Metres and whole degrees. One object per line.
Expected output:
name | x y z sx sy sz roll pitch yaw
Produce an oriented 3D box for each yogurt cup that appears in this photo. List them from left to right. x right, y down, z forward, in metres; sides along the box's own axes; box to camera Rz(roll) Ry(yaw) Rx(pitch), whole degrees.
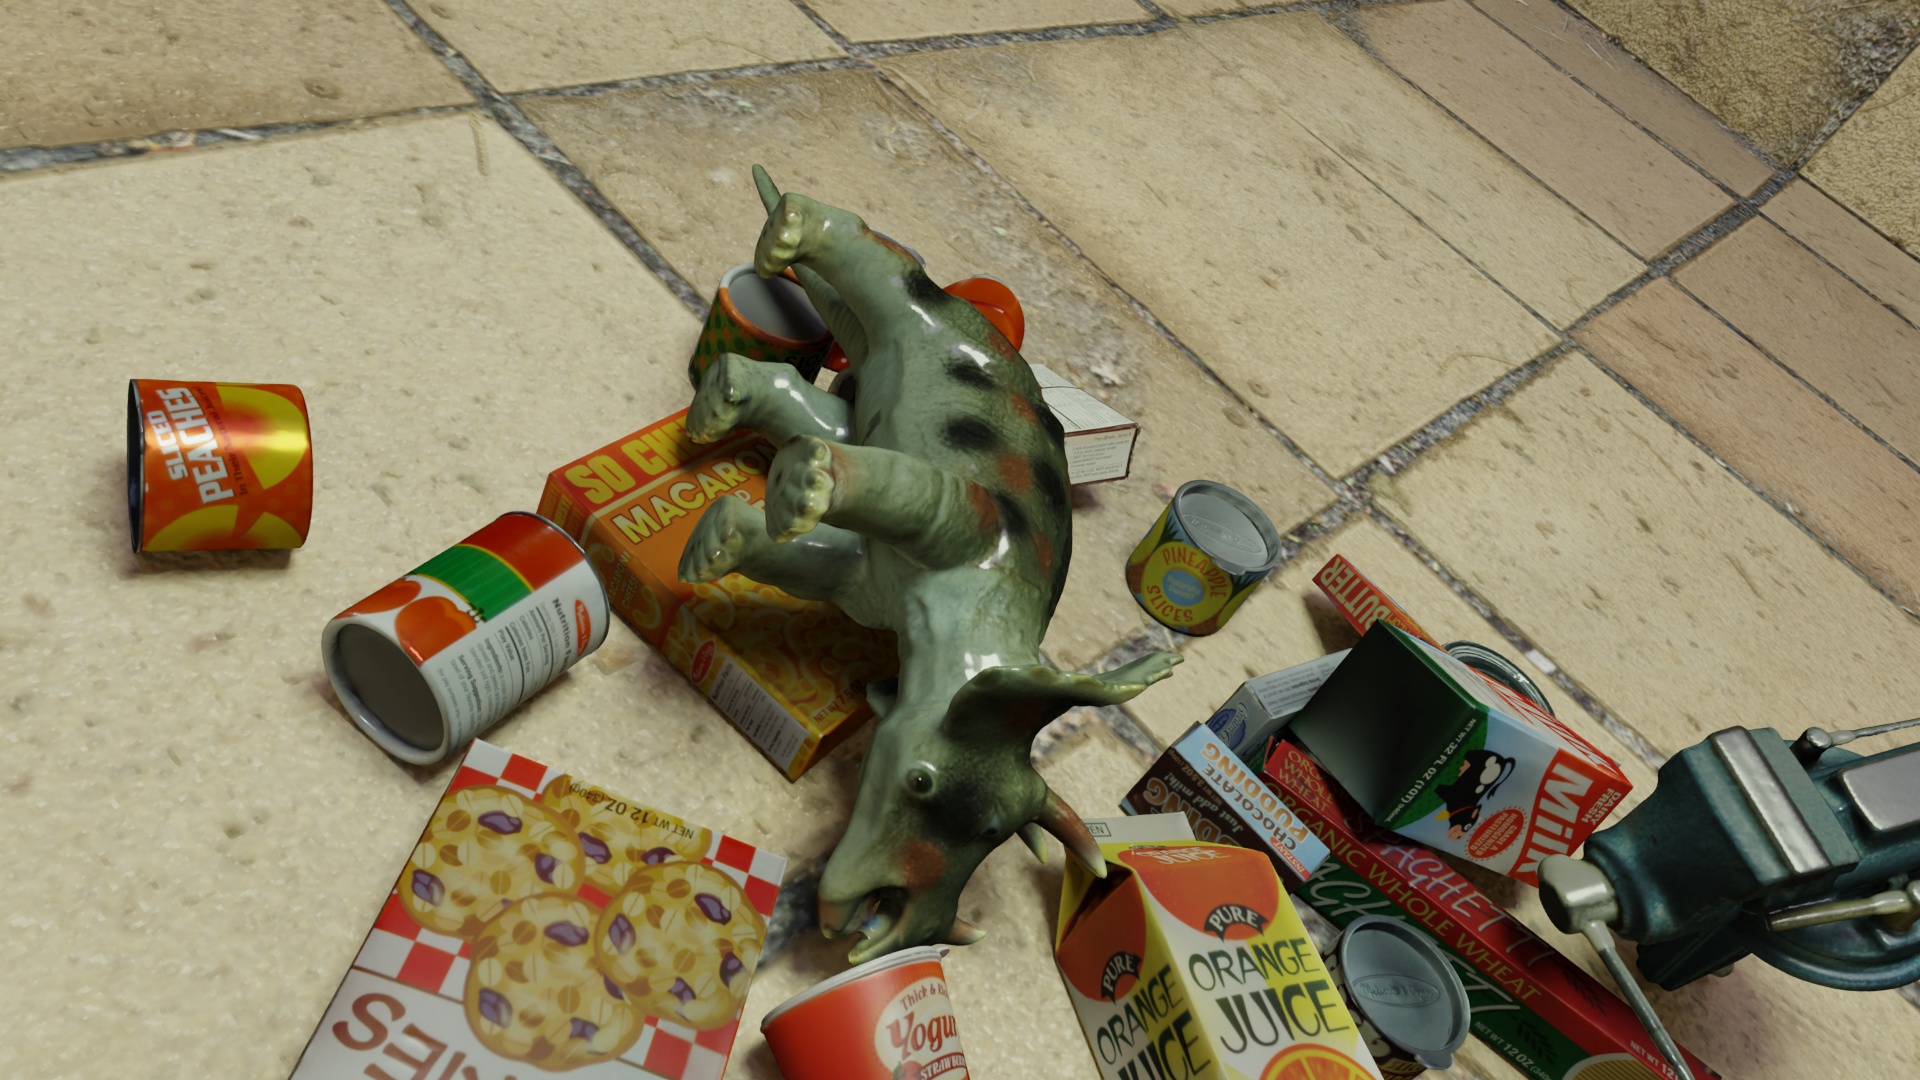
yogurt cup | -0.030 0.180 0.483 0.072 0.072 0.054 -6 60 -36

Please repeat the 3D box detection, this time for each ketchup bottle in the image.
ketchup bottle | 0.007 -0.128 0.803 0.065 0.043 0.149 -4 17 8

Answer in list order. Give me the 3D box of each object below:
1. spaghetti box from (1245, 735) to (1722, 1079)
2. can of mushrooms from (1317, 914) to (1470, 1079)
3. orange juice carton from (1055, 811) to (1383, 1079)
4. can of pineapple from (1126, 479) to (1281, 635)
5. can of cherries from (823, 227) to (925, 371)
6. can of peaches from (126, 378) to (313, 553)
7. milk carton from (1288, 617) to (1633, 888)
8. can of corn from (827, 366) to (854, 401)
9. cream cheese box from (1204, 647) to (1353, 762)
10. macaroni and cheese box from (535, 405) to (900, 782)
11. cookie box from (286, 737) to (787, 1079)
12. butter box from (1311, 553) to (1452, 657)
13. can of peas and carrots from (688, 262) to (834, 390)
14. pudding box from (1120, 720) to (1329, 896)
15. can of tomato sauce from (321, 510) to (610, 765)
spaghetti box | 0.230 0.188 0.645 0.250 0.050 0.029 38 39 8
can of mushrooms | 0.188 0.205 0.614 0.071 0.033 0.071 18 41 -16
orange juice carton | 0.101 0.191 0.544 0.072 0.072 0.193 2 48 -31
can of pineapple | 0.132 0.011 0.761 0.071 0.057 0.071 17 42 -16
can of cherries | -0.059 -0.138 0.796 0.071 0.058 0.072 17 41 -15
can of peaches | -0.285 -0.029 0.534 0.058 0.071 0.071 -1 49 -34
milk carton | 0.260 0.113 0.689 0.190 0.072 0.074 24 18 -35
can of corn | -0.043 -0.047 0.711 0.071 0.058 0.071 17 42 -16
cream cheese box | 0.170 0.085 0.712 0.104 0.053 0.024 -10 57 -38
macaroni and cheese box | -0.091 0.013 0.634 0.166 0.040 0.124 42 41 12
cookie box | -0.138 0.158 0.454 0.123 0.040 0.168 24 40 -9
butter box | 0.241 0.050 0.777 0.053 0.024 0.104 35 14 -24
can of peas and carrots | -0.101 -0.103 0.733 0.071 0.058 0.071 17 42 -16
pudding box | 0.120 0.131 0.636 0.084 0.049 0.030 46 40 16
can of tomato sauce | -0.189 0.036 0.531 0.071 0.070 0.083 38 41 8
